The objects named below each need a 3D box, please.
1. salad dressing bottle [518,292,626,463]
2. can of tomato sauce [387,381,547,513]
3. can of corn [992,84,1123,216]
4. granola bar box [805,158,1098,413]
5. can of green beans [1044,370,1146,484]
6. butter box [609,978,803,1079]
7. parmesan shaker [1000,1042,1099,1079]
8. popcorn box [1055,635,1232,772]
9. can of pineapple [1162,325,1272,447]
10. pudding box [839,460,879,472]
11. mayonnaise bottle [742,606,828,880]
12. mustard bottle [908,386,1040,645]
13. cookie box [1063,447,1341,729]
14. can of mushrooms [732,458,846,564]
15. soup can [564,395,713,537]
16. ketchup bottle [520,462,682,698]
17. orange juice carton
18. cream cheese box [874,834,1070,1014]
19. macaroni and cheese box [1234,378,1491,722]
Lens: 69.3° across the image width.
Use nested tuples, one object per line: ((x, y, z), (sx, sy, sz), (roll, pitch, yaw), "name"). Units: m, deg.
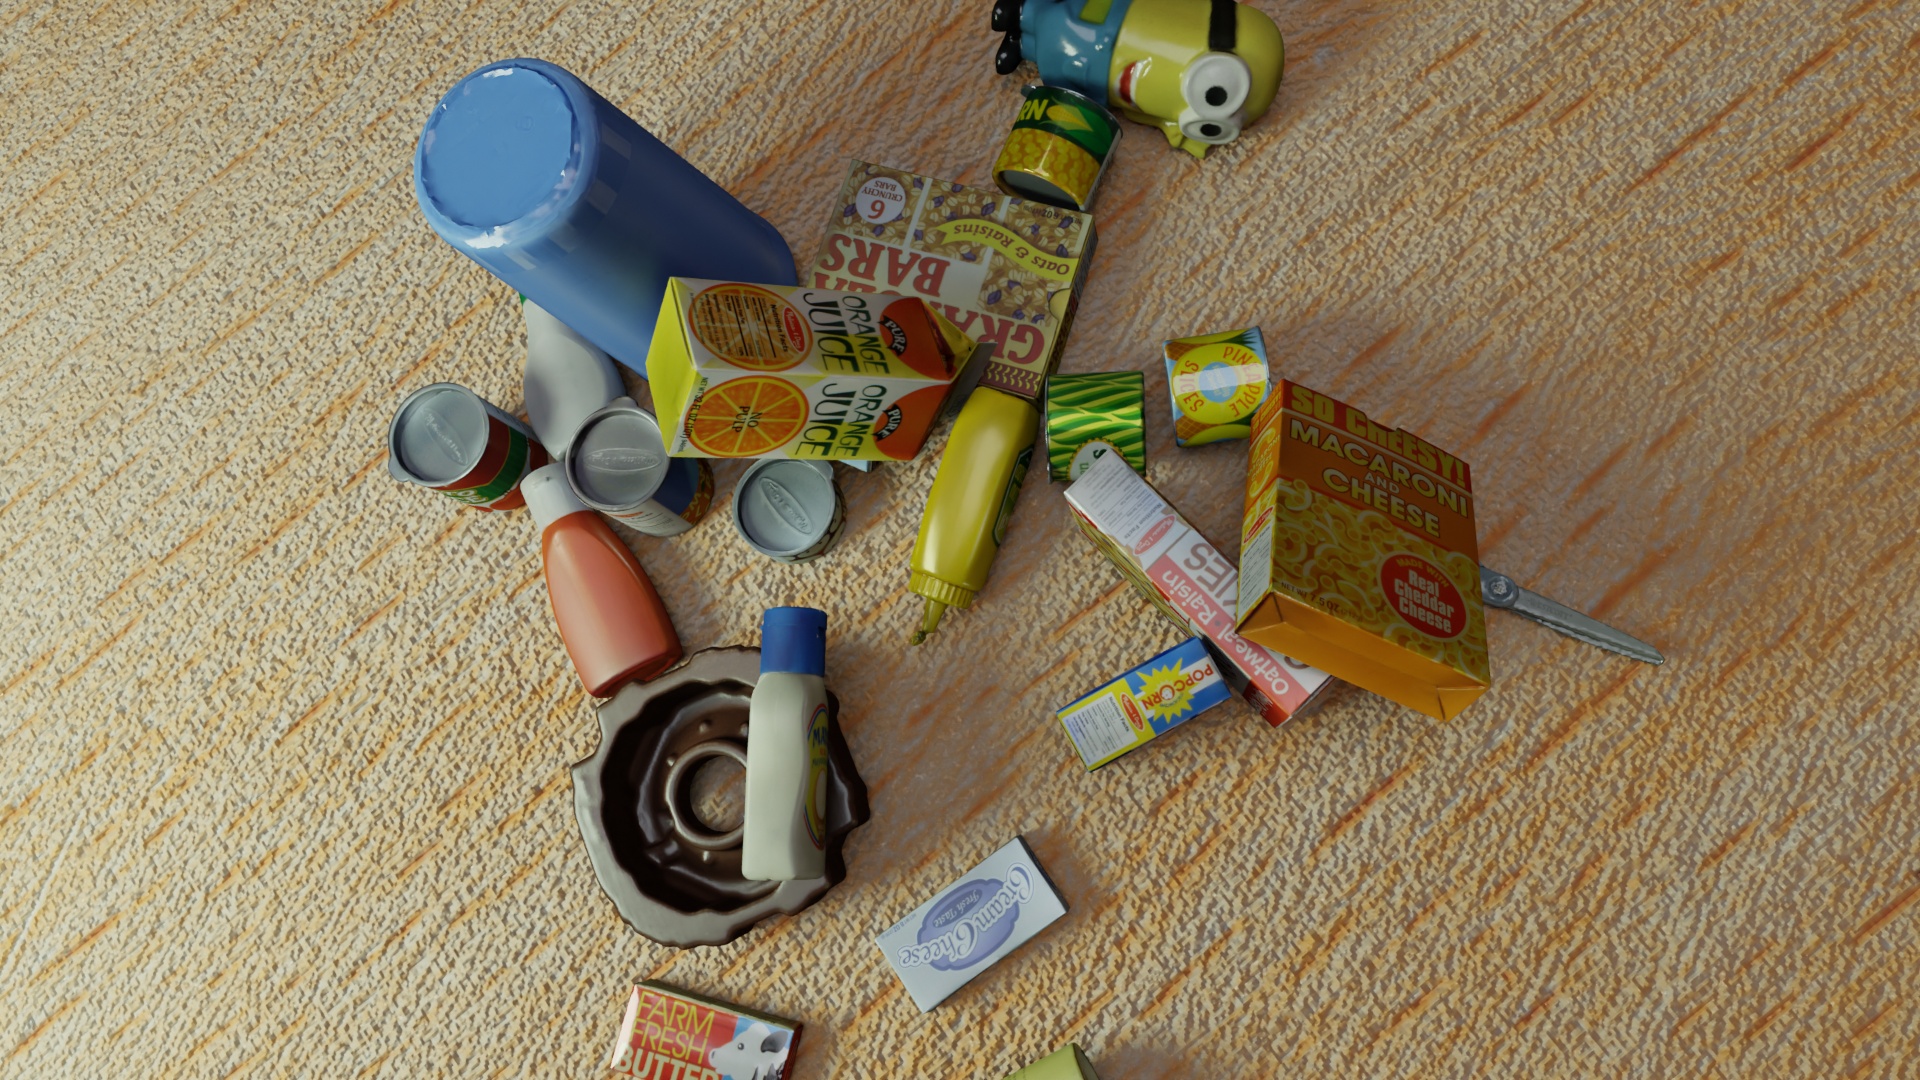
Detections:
((-0.261, -0.124, 0.912), (0.064, 0.044, 0.148), (-21, 75, 10), "salad dressing bottle")
((-0.313, -0.056, 0.884), (0.071, 0.083, 0.071), (-2, 79, 9), "can of tomato sauce")
((0.058, -0.244, 0.874), (0.071, 0.071, 0.058), (23, 84, 13), "can of corn")
((-0.009, -0.163, 0.882), (0.166, 0.039, 0.124), (16, 82, 12), "granola bar box")
((0.082, -0.068, 0.835), (0.058, 0.071, 0.071), (-1, 79, 8), "can of green beans")
((-0.149, 0.298, 0.817), (0.103, 0.024, 0.053), (12, 80, 11), "butter box")
((0.032, 0.330, 0.758), (0.103, 0.071, 0.071), (-28, 76, 2), "parmesan shaker")
((0.101, 0.092, 0.768), (0.085, 0.126, 0.038), (-30, 79, 3), "popcorn box")
((0.153, -0.091, 0.827), (0.058, 0.071, 0.071), (-8, 78, 8), "can of pineapple")
((-0.081, -0.080, 0.871), (0.084, 0.030, 0.050), (23, 43, 13), "pudding box")
((-0.095, 0.112, 0.770), (0.041, 0.064, 0.148), (-1, 77, 10), "mayonnaise bottle")
((0.003, -0.011, 0.840), (0.049, 0.065, 0.160), (19, 89, 12), "mustard bottle")
((0.135, 0.030, 0.777), (0.040, 0.123, 0.167), (-44, 76, 0), "cookie box")
((-0.105, -0.021, 0.871), (0.071, 0.033, 0.071), (-2, 78, 9), "can of mushrooms")
((-0.197, -0.044, 0.864), (0.071, 0.083, 0.071), (-2, 79, 8), "soup can")
((-0.233, 0.022, 0.877), (0.065, 0.043, 0.149), (-29, 76, 1), "ketchup bottle")
((-0.075, -0.096, 0.801), (0.193, 0.071, 0.073), (-1, 53, -27), "orange juice carton")
((0.007, 0.223, 0.808), (0.104, 0.024, 0.053), (-36, 77, 0), "cream cheese box")
((0.213, 0.000, 0.735), (0.124, 0.040, 0.167), (23, 46, -8), "macaroni and cheese box")
